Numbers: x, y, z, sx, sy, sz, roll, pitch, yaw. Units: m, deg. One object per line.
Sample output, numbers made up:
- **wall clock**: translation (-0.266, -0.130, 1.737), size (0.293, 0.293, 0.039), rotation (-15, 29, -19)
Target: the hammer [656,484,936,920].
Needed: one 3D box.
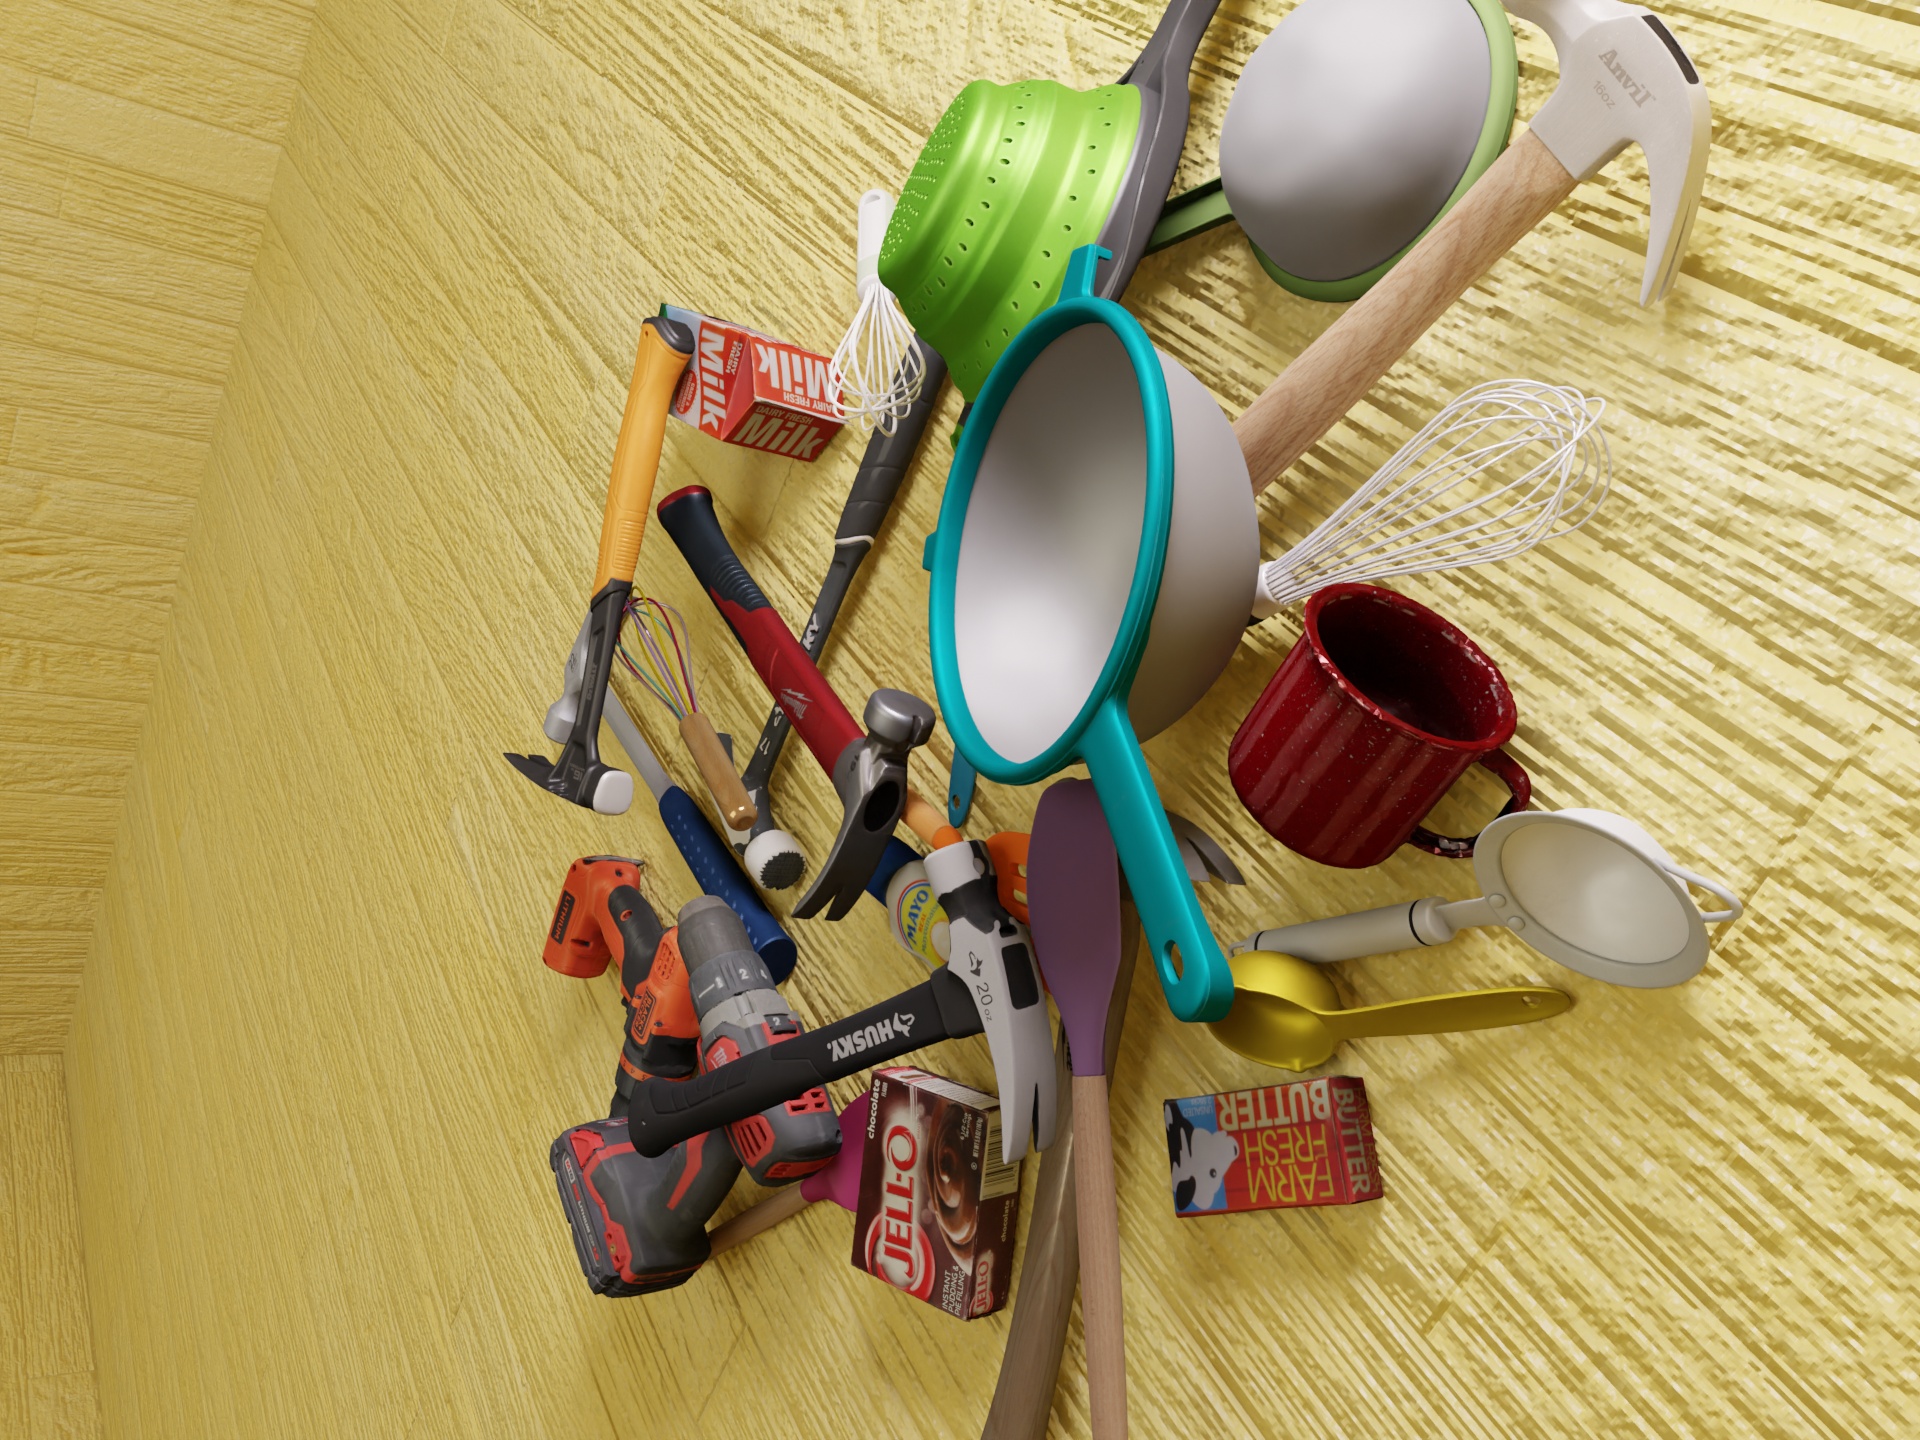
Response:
- **hammer**: translation (-0.129, -0.038, 1.005), size (0.387, 0.038, 0.143), rotation (51, 124, 49)

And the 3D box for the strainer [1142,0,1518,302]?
- **strainer**: translation (0.129, -0.262, 0.742), size (0.256, 0.069, 0.151), rotation (-9, 78, 50)

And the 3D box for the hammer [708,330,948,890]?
- **hammer**: translation (-0.076, -0.099, 1.012), size (0.149, 0.036, 0.408), rotation (48, 120, 46)

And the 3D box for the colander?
- **colander**: translation (0.058, -0.321, 0.784), size (0.397, 0.094, 0.205), rotation (-62, 18, 13)

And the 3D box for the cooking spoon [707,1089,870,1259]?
- **cooking spoon**: translation (-0.107, 0.302, 0.998), size (0.319, 0.017, 0.069), rotation (-39, 60, 41)

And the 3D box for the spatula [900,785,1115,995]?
- **spatula**: translation (-0.008, 0.058, 0.862), size (0.323, 0.041, 0.081), rotation (-145, 62, -65)

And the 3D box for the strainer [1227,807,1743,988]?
- **strainer**: translation (0.193, 0.075, 0.628), size (0.087, 0.050, 0.258), rotation (50, 145, -11)

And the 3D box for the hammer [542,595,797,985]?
- **hammer**: translation (-0.216, 0.048, 1.167), size (0.406, 0.035, 0.144), rotation (47, 121, 45)

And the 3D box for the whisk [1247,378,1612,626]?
- **whisk**: translation (0.155, -0.068, 0.690), size (0.284, 0.070, 0.070), rotation (-29, 62, 52)

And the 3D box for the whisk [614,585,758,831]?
- **whisk**: translation (-0.191, -0.014, 1.087), size (0.047, 0.051, 0.245), rotation (-56, 45, 22)

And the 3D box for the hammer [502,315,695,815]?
- **hammer**: translation (-0.240, -0.111, 1.099), size (0.127, 0.034, 0.337), rotation (18, 97, 44)

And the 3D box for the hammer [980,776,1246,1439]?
- **hammer**: translation (0.052, 0.241, 0.768), size (0.146, 0.038, 0.410), rotation (-156, 74, -66)

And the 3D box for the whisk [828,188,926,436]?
- **whisk**: translation (-0.050, -0.252, 0.949), size (0.058, 0.059, 0.247), rotation (-17, 44, 14)

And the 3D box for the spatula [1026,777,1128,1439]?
- **spatula**: translation (0.057, 0.184, 0.706), size (0.060, 0.018, 0.316), rotation (-14, 75, 47)

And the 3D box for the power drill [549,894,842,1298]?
- **power drill**: translation (-0.174, 0.241, 1.011), size (0.226, 0.080, 0.188), rotation (-49, 54, 32)

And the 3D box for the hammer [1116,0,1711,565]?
- **hammer**: translation (0.170, -0.155, 0.677), size (0.130, 0.031, 0.331), rotation (54, 137, 9)

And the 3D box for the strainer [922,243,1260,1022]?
- **strainer**: translation (0.082, -0.024, 0.663), size (0.211, 0.095, 0.341), rotation (-59, 34, 41)

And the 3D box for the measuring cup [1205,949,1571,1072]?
- **measuring cup**: translation (0.173, 0.113, 0.653), size (0.156, 0.062, 0.029), rotation (-14, 36, 37)

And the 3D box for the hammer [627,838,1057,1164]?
- **hammer**: translation (-0.078, 0.186, 0.841), size (0.335, 0.035, 0.146), rotation (-30, 73, 41)

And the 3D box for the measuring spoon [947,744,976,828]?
- **measuring spoon**: translation (-0.001, -0.003, 0.907), size (0.042, 0.021, 0.128), rotation (3, 86, 53)
